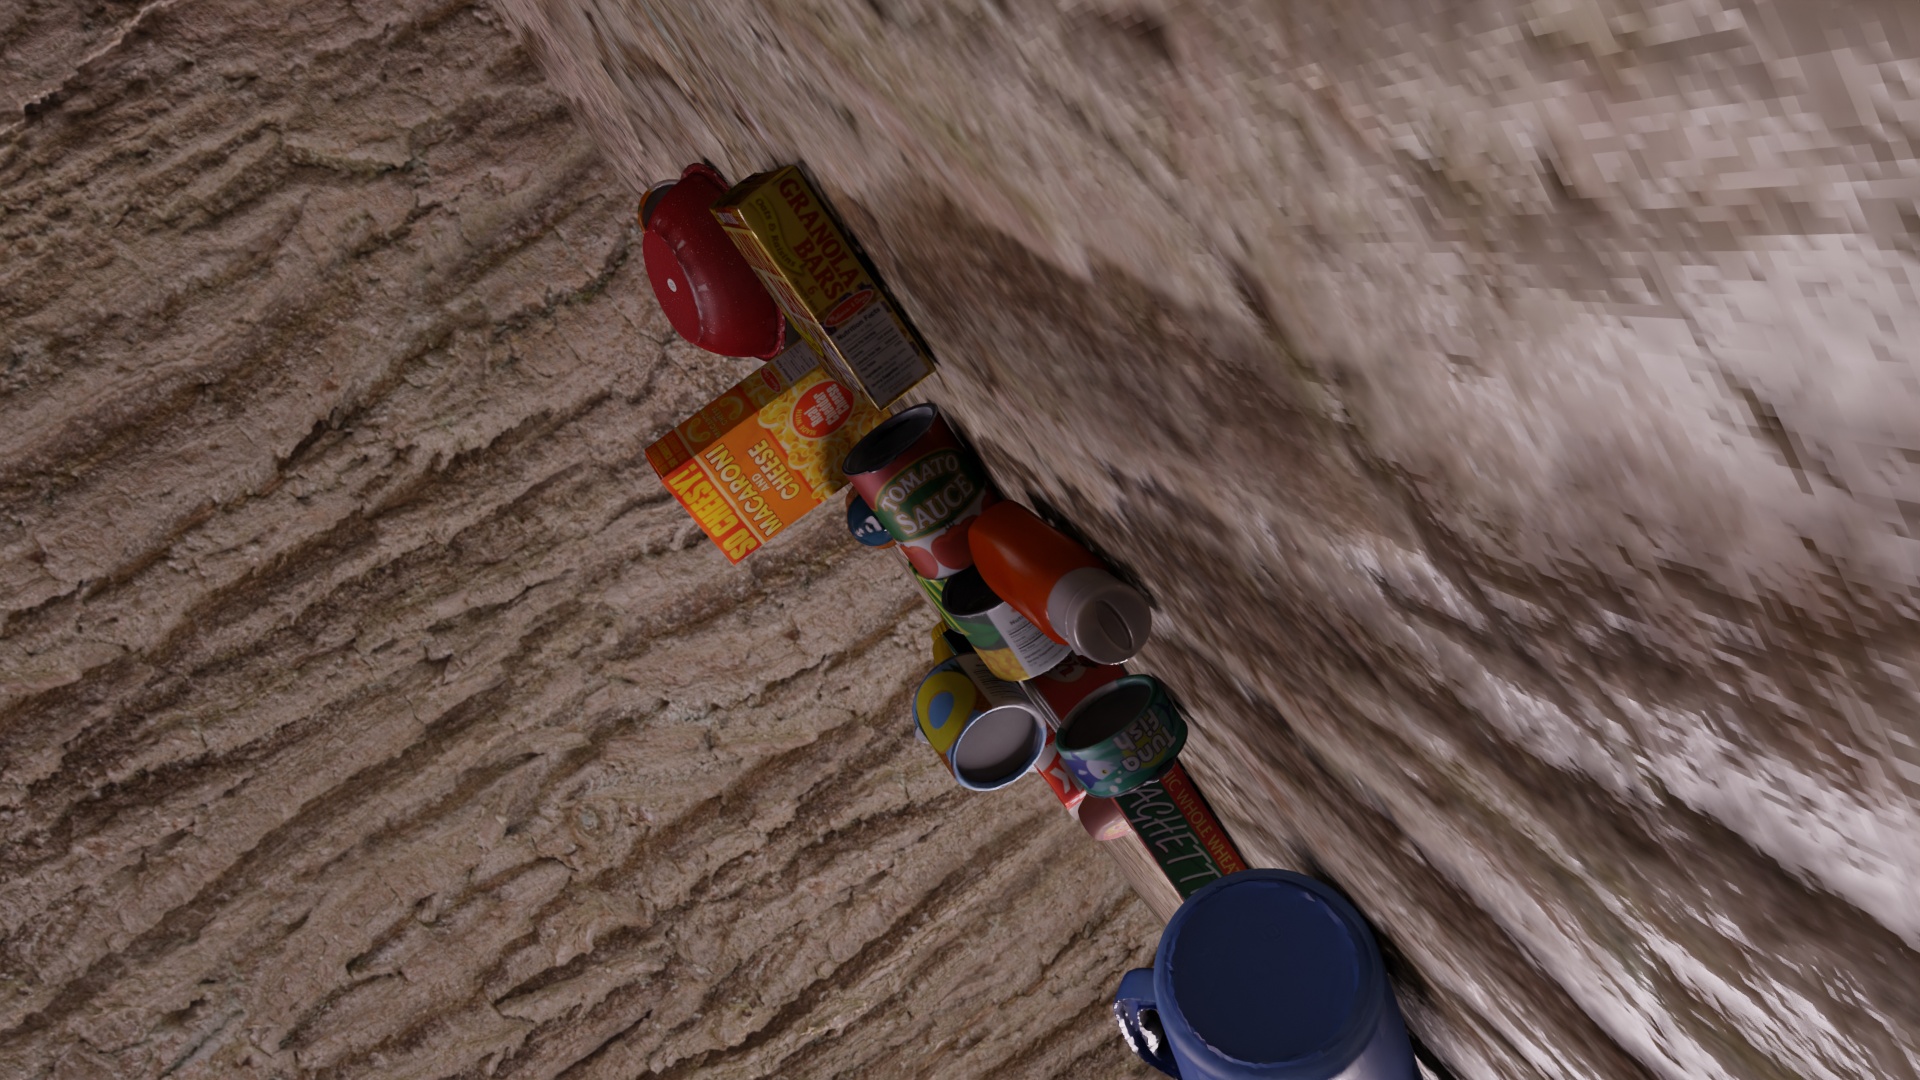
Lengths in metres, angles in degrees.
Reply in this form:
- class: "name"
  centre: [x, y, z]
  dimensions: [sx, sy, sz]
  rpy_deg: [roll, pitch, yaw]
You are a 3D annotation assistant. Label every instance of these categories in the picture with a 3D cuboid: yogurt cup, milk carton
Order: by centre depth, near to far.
- class: "yogurt cup"
  centre: [0.071, 0.088, 0.856]
  dimensions: [0.072, 0.054, 0.072]
  rpy_deg: [53, 175, 6]
- class: "milk carton"
  centre: [0.071, 0.133, 1.084]
  dimensions: [0.190, 0.072, 0.073]
  rpy_deg: [56, 175, -23]

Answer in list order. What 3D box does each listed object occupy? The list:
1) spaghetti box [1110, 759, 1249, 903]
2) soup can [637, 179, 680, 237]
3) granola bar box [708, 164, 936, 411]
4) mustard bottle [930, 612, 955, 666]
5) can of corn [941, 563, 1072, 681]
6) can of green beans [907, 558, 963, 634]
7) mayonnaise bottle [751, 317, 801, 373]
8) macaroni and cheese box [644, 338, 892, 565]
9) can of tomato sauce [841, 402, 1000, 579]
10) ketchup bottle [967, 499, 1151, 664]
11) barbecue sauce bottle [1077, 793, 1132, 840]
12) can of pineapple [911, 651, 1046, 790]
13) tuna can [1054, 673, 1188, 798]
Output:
- class: "spaghetti box"
  centre: [0.159, 0.214, 0.932]
  dimensions: [0.249, 0.050, 0.029]
  rpy_deg: [56, 174, -22]
- class: "soup can"
  centre: [-0.266, -0.296, 1.300]
  dimensions: [0.071, 0.071, 0.084]
  rpy_deg: [54, 175, -9]
- class: "granola bar box"
  centre: [-0.079, -0.140, 0.754]
  dimensions: [0.124, 0.039, 0.166]
  rpy_deg: [54, 176, -19]
- class: "mustard bottle"
  centre: [0.011, 0.113, 1.178]
  dimensions: [0.048, 0.065, 0.161]
  rpy_deg: [104, 147, -55]
- class: "can of corn"
  centre: [0.030, 0.040, 0.827]
  dimensions: [0.058, 0.071, 0.071]
  rpy_deg: [56, 175, -28]
- class: "can of green beans"
  centre: [0.007, 0.019, 0.912]
  dimensions: [0.071, 0.071, 0.057]
  rpy_deg: [48, 172, 50]
- class: "mayonnaise bottle"
  centre: [-0.155, -0.172, 1.160]
  dimensions: [0.041, 0.065, 0.147]
  rpy_deg: [45, 161, 41]
- class: "macaroni and cheese box"
  centre: [-0.136, -0.071, 1.048]
  dimensions: [0.040, 0.166, 0.123]
  rpy_deg: [51, 174, 37]
- class: "can of tomato sauce"
  centre: [-0.019, -0.028, 0.817]
  dimensions: [0.083, 0.071, 0.071]
  rpy_deg: [55, 175, -23]
- class: "ketchup bottle"
  centre: [0.047, 0.022, 0.667]
  dimensions: [0.064, 0.043, 0.149]
  rpy_deg: [54, 175, -18]
- class: "barbecue sauce bottle"
  centre: [0.122, 0.179, 1.003]
  dimensions: [0.044, 0.065, 0.148]
  rpy_deg: [58, 168, 18]
- class: "can of pineapple"
  centre: [0.011, 0.112, 0.852]
  dimensions: [0.070, 0.071, 0.058]
  rpy_deg: [57, 174, -37]
- class: "tuna can"
  centre: [0.087, 0.105, 0.744]
  dimensions: [0.032, 0.071, 0.071]
  rpy_deg: [55, 175, -15]
